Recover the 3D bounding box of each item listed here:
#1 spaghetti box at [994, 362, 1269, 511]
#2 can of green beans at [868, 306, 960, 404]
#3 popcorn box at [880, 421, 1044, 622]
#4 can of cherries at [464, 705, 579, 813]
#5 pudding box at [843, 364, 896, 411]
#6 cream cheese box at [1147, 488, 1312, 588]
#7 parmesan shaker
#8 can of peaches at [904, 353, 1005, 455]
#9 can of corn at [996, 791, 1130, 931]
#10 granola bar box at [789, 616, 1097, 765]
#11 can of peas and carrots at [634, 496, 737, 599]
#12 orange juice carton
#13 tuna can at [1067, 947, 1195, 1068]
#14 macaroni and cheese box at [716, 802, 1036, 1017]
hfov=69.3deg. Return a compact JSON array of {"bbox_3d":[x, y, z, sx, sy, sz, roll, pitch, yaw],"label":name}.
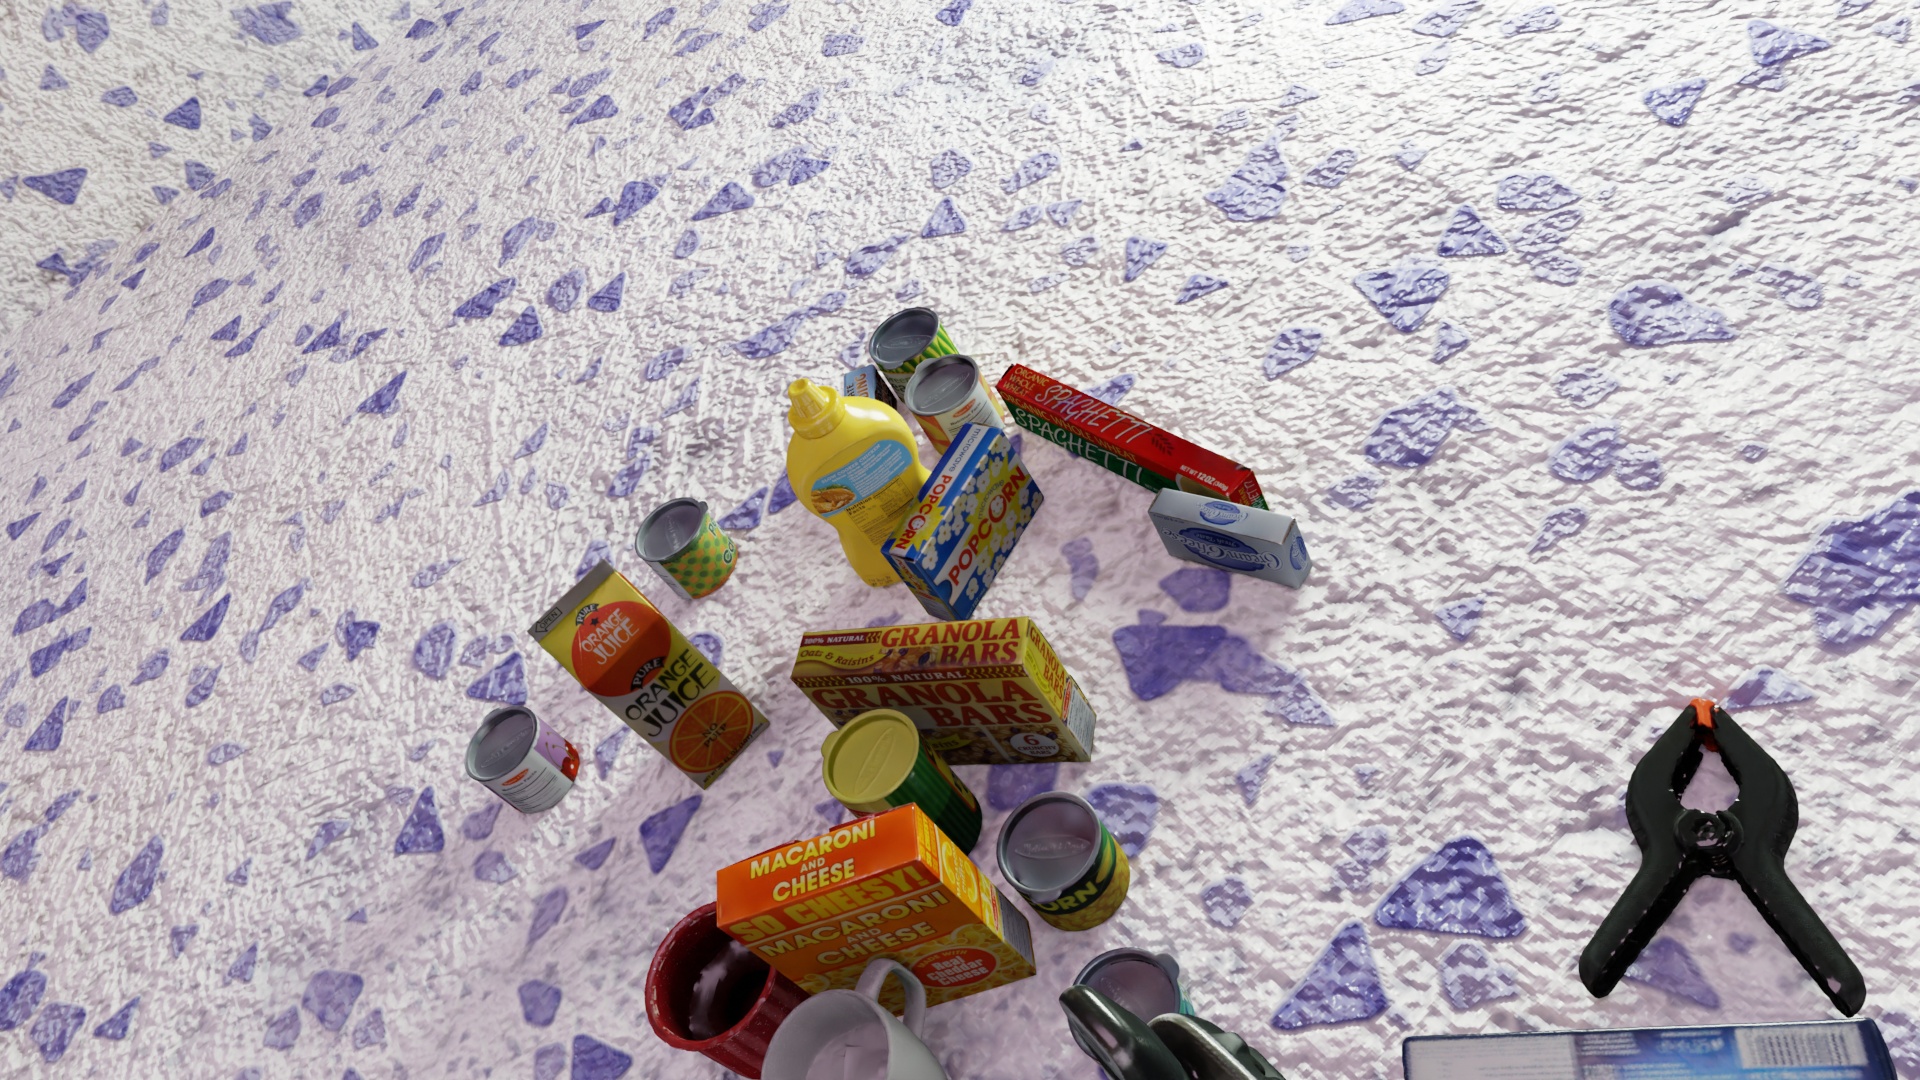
[{"bbox_3d":[0.121,-0.072,1.034,0.029,0.050,0.250,-47,46,-12],"label":"spaghetti box"},{"bbox_3d":[-0.037,-0.156,1.189,0.071,0.057,0.071,-16,48,18],"label":"can of green beans"},{"bbox_3d":[0.004,-0.013,1.026,0.038,0.085,0.127,15,62,38],"label":"popcorn box"},{"bbox_3d":[-0.342,0.170,1.088,0.071,0.058,0.072,-16,48,18],"label":"can of cherries"},{"bbox_3d":[-0.076,-0.102,1.172,0.030,0.049,0.084,-18,47,16],"label":"pudding box"},{"bbox_3d":[0.182,-0.002,0.938,0.104,0.053,0.024,16,63,38],"label":"cream cheese box"},{"bbox_3d":[-0.037,0.161,0.890,0.071,0.102,0.072,-16,48,18],"label":"parmesan shaker"},{"bbox_3d":[-0.005,-0.110,1.132,0.071,0.058,0.071,-16,48,18],"label":"can of peaches"},{"bbox_3d":[0.063,0.196,0.835,0.071,0.058,0.071,-16,48,18],"label":"can of corn"},{"bbox_3d":[-0.009,0.101,0.909,0.165,0.123,0.039,-6,51,26],"label":"granola bar box"},{"bbox_3d":[-0.226,0.005,1.160,0.071,0.058,0.071,-16,48,18],"label":"can of peas and carrots"},{"bbox_3d":[-0.225,0.091,0.992,0.072,0.192,0.073,-46,46,-11],"label":"orange juice carton"},{"bbox_3d":[0.098,0.263,0.777,0.071,0.032,0.071,-16,47,18],"label":"tuna can"},{"bbox_3d":[-0.045,0.220,0.800,0.123,0.166,0.040,-21,46,13],"label":"macaroni and cheese box"}]
